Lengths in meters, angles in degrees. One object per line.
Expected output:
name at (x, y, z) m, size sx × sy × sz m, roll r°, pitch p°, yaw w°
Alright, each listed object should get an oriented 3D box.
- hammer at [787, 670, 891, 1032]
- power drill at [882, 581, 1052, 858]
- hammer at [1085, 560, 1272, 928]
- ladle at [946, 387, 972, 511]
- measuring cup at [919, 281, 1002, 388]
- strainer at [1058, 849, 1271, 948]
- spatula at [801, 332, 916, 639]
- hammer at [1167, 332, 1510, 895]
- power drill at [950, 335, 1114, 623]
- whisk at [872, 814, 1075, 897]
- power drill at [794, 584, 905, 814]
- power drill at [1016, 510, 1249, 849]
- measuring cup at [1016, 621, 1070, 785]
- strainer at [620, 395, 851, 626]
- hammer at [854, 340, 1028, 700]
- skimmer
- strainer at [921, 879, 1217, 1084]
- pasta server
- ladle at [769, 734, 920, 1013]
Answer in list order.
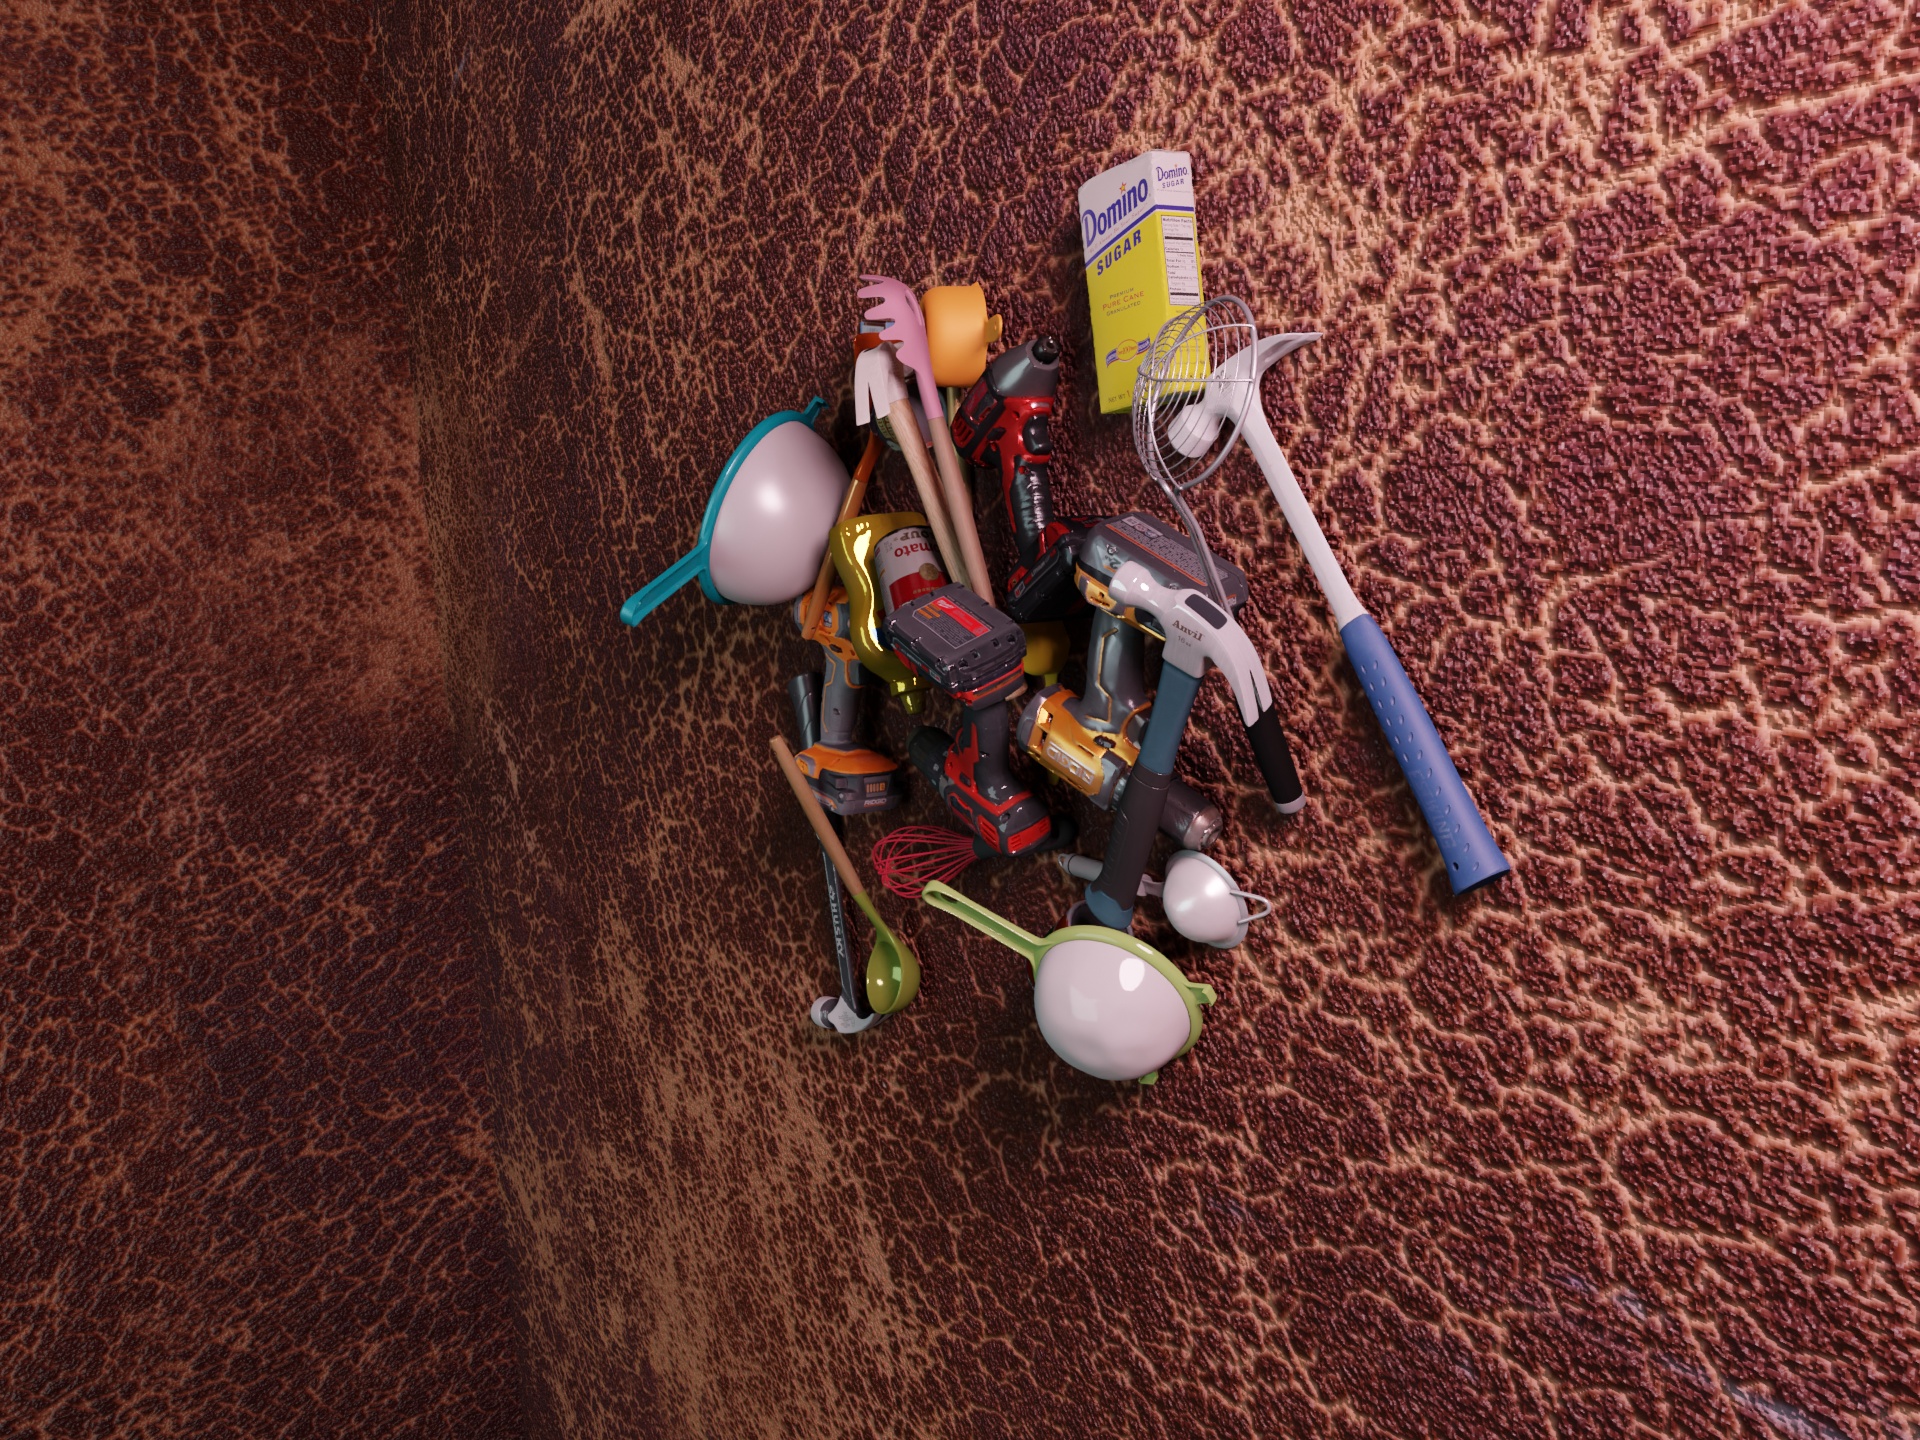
hammer at (-0.145, 0.149, 1.775) m, size 0.149 × 0.036 × 0.409 m, roll -5°, pitch 94°, yaw 57°
power drill at (-0.002, -0.004, 1.390) m, size 0.188 × 0.080 × 0.226 m, roll 39°, pitch 150°, yaw 45°
hammer at (0.140, 0.039, 1.173) m, size 0.128 × 0.033 × 0.330 m, roll 32°, pitch 139°, yaw 21°
ladle at (0.002, -0.183, 1.463) m, size 0.069 × 0.031 × 0.315 m, roll 6°, pitch 101°, yaw 54°
measuring cup at (-0.003, -0.328, 1.348) m, size 0.174 × 0.052 × 0.095 m, roll -136°, pitch 45°, yaw -77°
strainer at (0.152, 0.138, 1.305) m, size 0.258 × 0.050 × 0.086 m, roll 10°, pitch 121°, yaw 60°
spatula at (-0.107, -0.218, 1.539) m, size 0.041 × 0.081 × 0.322 m, roll 51°, pitch 131°, yaw 38°
hammer at (0.263, -0.078, 1.072) m, size 0.144 × 0.035 × 0.406 m, roll -48°, pitch 59°, yaw 52°
power drill at (0.067, -0.202, 1.313) m, size 0.143 × 0.078 × 0.220 m, roll -46°, pitch 57°, yaw 52°
whisk at (0.009, 0.123, 1.510) m, size 0.296 × 0.073 × 0.073 m, roll -18°, pitch 83°, yaw 51°
power drill at (-0.108, -0.023, 1.631) m, size 0.164 × 0.084 × 0.226 m, roll 14°, pitch 106°, yaw 55°
power drill at (0.145, -0.022, 1.218) m, size 0.185 × 0.084 × 0.226 m, roll 36°, pitch 129°, yaw 27°
measuring cup at (0.070, -0.018, 1.395) m, size 0.062 × 0.029 × 0.156 m, roll 8°, pitch 103°, yaw 57°
strainer at (-0.198, -0.166, 1.560) m, size 0.095 × 0.340 × 0.210 m, roll 25°, pitch 130°, yaw 14°
hammer at (-0.014, -0.172, 1.399) m, size 0.031 × 0.130 × 0.331 m, roll -19°, pitch 99°, yaw 22°
skimmer at (0.201, -0.103, 1.090) m, size 0.363 × 0.090 × 0.127 m, roll 66°, pitch 169°, yaw -24°
strainer at (0.070, 0.217, 1.299) m, size 0.256 × 0.069 × 0.151 m, roll 30°, pitch 137°, yaw 7°
pasta server at (-0.021, -0.228, 1.351) m, size 0.040 × 0.060 × 0.316 m, roll -13°, pitch 96°, yaw 21°
ladle at (-0.127, 0.161, 1.635) m, size 0.078 × 0.062 × 0.320 m, roll 1°, pitch 121°, yaw 59°
